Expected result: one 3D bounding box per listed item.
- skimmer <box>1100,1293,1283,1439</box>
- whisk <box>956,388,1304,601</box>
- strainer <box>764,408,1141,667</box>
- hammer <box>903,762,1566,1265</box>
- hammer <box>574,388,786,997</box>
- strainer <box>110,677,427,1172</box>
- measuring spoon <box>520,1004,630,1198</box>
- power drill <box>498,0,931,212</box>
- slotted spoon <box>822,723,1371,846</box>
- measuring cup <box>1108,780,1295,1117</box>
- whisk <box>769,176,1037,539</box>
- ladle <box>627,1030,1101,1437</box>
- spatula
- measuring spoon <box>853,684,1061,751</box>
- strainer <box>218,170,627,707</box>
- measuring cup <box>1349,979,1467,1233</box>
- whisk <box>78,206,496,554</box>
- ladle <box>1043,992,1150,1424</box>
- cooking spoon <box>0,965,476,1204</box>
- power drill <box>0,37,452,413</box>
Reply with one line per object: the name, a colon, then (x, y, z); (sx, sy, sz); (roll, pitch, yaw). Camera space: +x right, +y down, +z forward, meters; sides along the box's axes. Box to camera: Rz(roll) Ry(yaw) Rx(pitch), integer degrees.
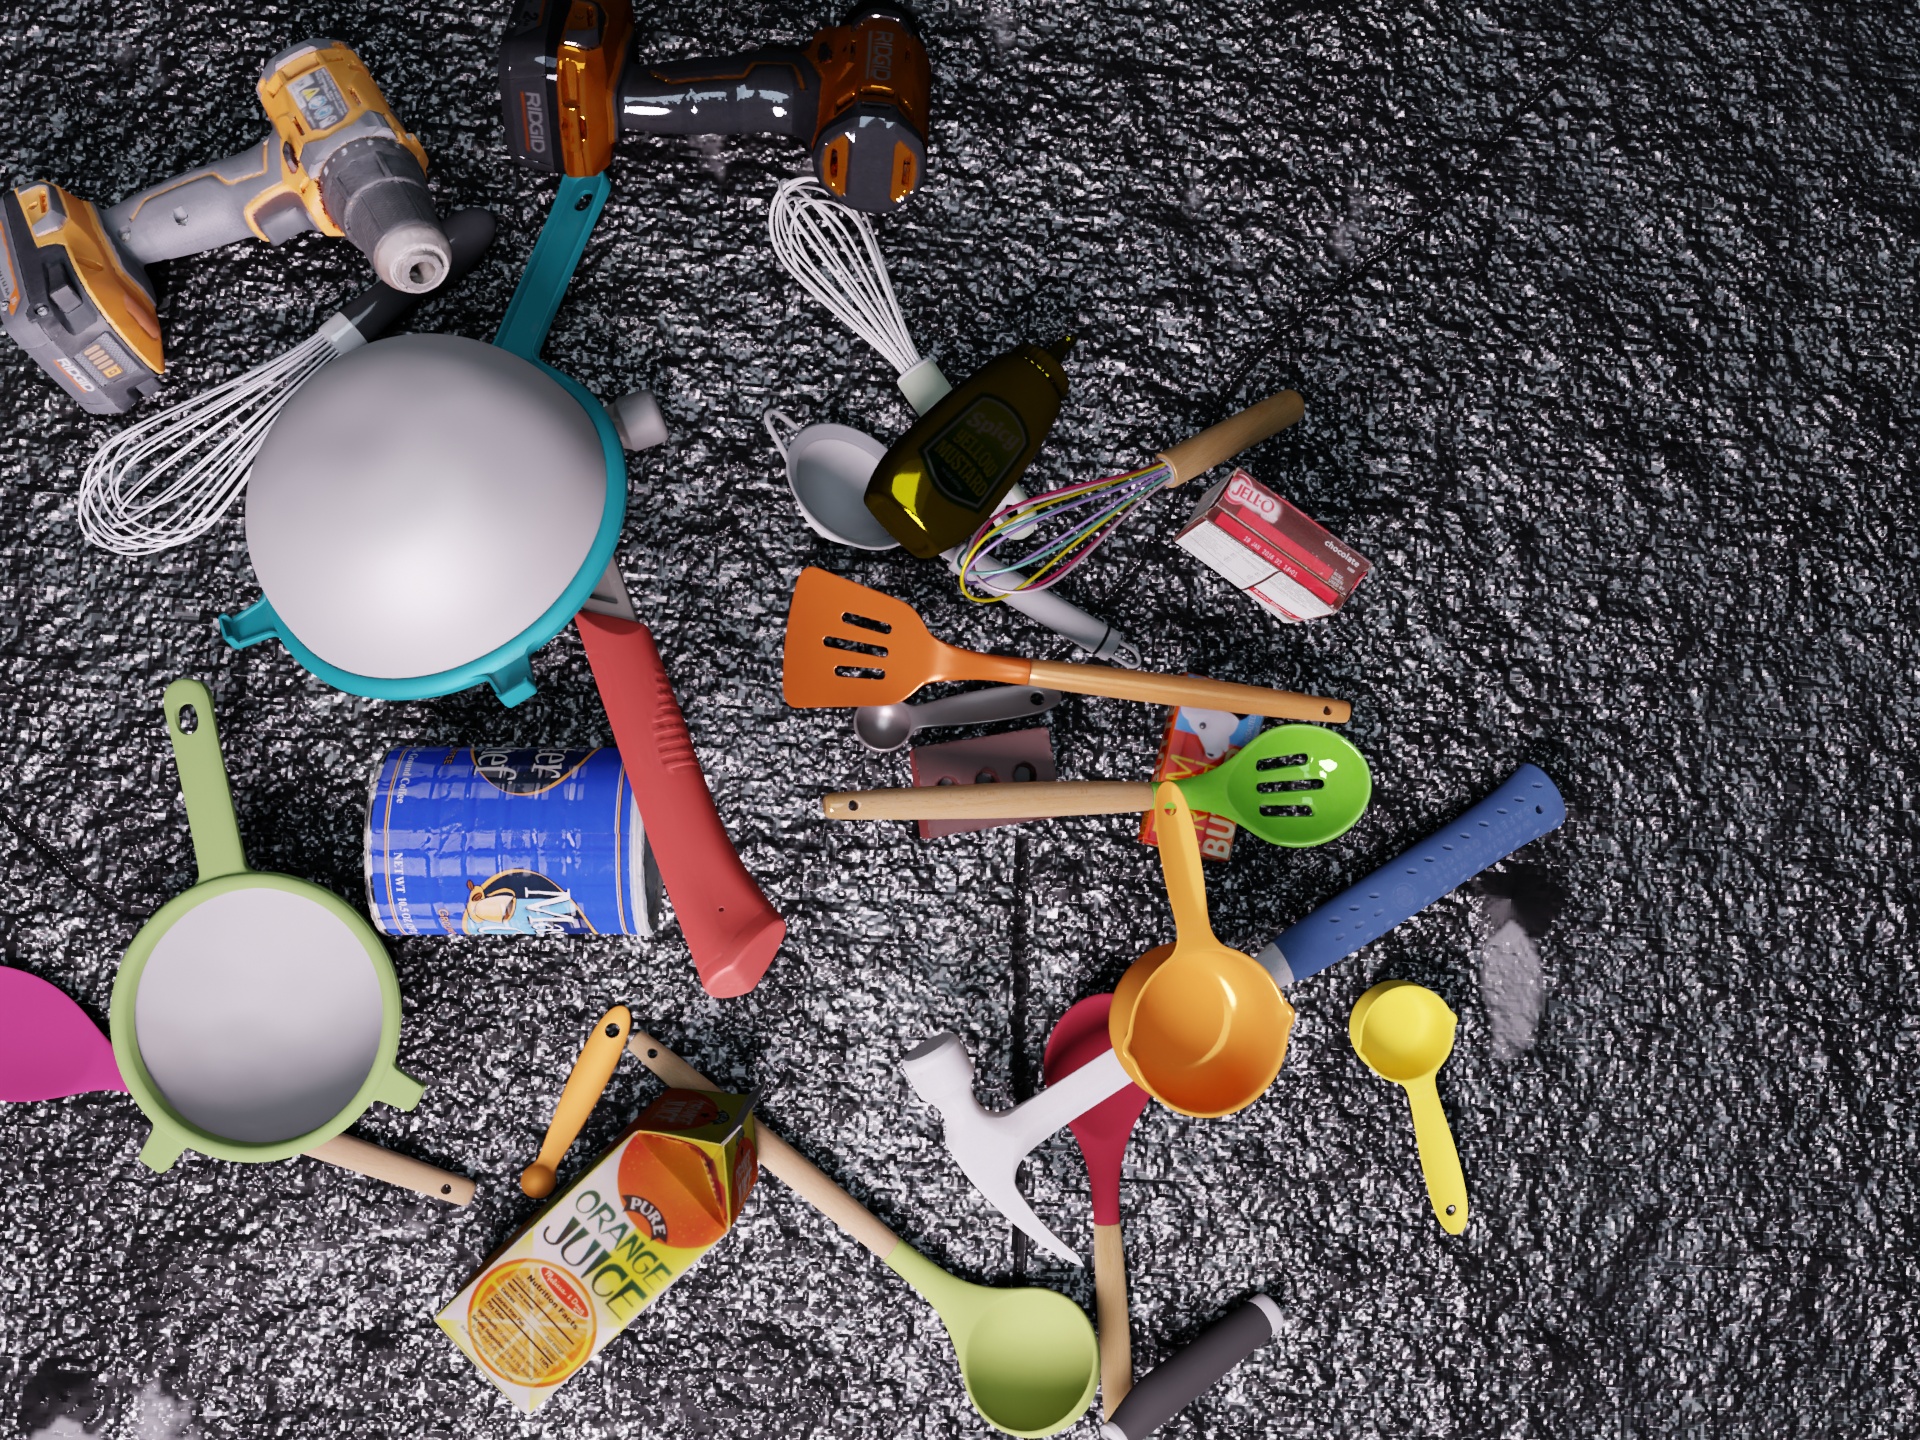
skimmer: (0.048, 0.436, 0.825); (0.363, 0.127, 0.090); (-27, 85, -27)
whisk: (0.099, -0.131, 0.911); (0.245, 0.051, 0.047); (-29, 112, -19)
strainer: (-0.007, -0.095, 0.915); (0.258, 0.050, 0.087); (30, 48, -7)
hammer: (0.174, 0.147, 0.894); (0.405, 0.035, 0.144); (-30, 96, -12)
hammer: (-0.179, -0.019, 0.823); (0.149, 0.036, 0.359); (-22, 62, -5)
strainer: (-0.379, 0.104, 0.857); (0.151, 0.069, 0.256); (-14, 86, 0)
measuring spoon: (-0.215, 0.214, 0.891); (0.021, 0.011, 0.117); (26, 85, -2)
power drill: (-0.129, -0.365, 0.891); (0.226, 0.084, 0.164); (5, 53, -4)
slotted spoon: (0.079, 0.040, 0.872); (0.313, 0.031, 0.070); (-1, 87, -17)
measuring cup: (0.115, 0.118, 0.837); (0.095, 0.052, 0.173); (-9, 89, -13)
whisk: (-0.031, -0.208, 0.918); (0.058, 0.059, 0.246); (-34, 94, 21)
ladle: (-0.057, 0.276, 0.879); (0.320, 0.062, 0.078); (39, 71, 2)
spatula: (0.061, -0.026, 0.901); (0.322, 0.041, 0.081); (7, 97, -6)
measuring spoon: (-0.001, -0.003, 0.924); (0.124, 0.018, 0.034); (-9, 69, -11)
strainer: (-0.269, -0.181, 0.840); (0.211, 0.095, 0.340); (11, 71, 18)
measuring cup: (0.267, 0.224, 0.927); (0.062, 0.029, 0.156); (-17, 99, -6)
whisk: (-0.370, -0.194, 0.889); (0.284, 0.070, 0.070); (-44, 90, -11)
ladle: (0.086, 0.311, 0.902); (0.069, 0.031, 0.315); (-3, 88, -9)
cooking spoon: (-0.419, 0.208, 0.872); (0.319, 0.017, 0.069); (20, 79, -2)
power drill: (-0.389, -0.254, 0.849); (0.226, 0.084, 0.186); (-31, 62, -7)
